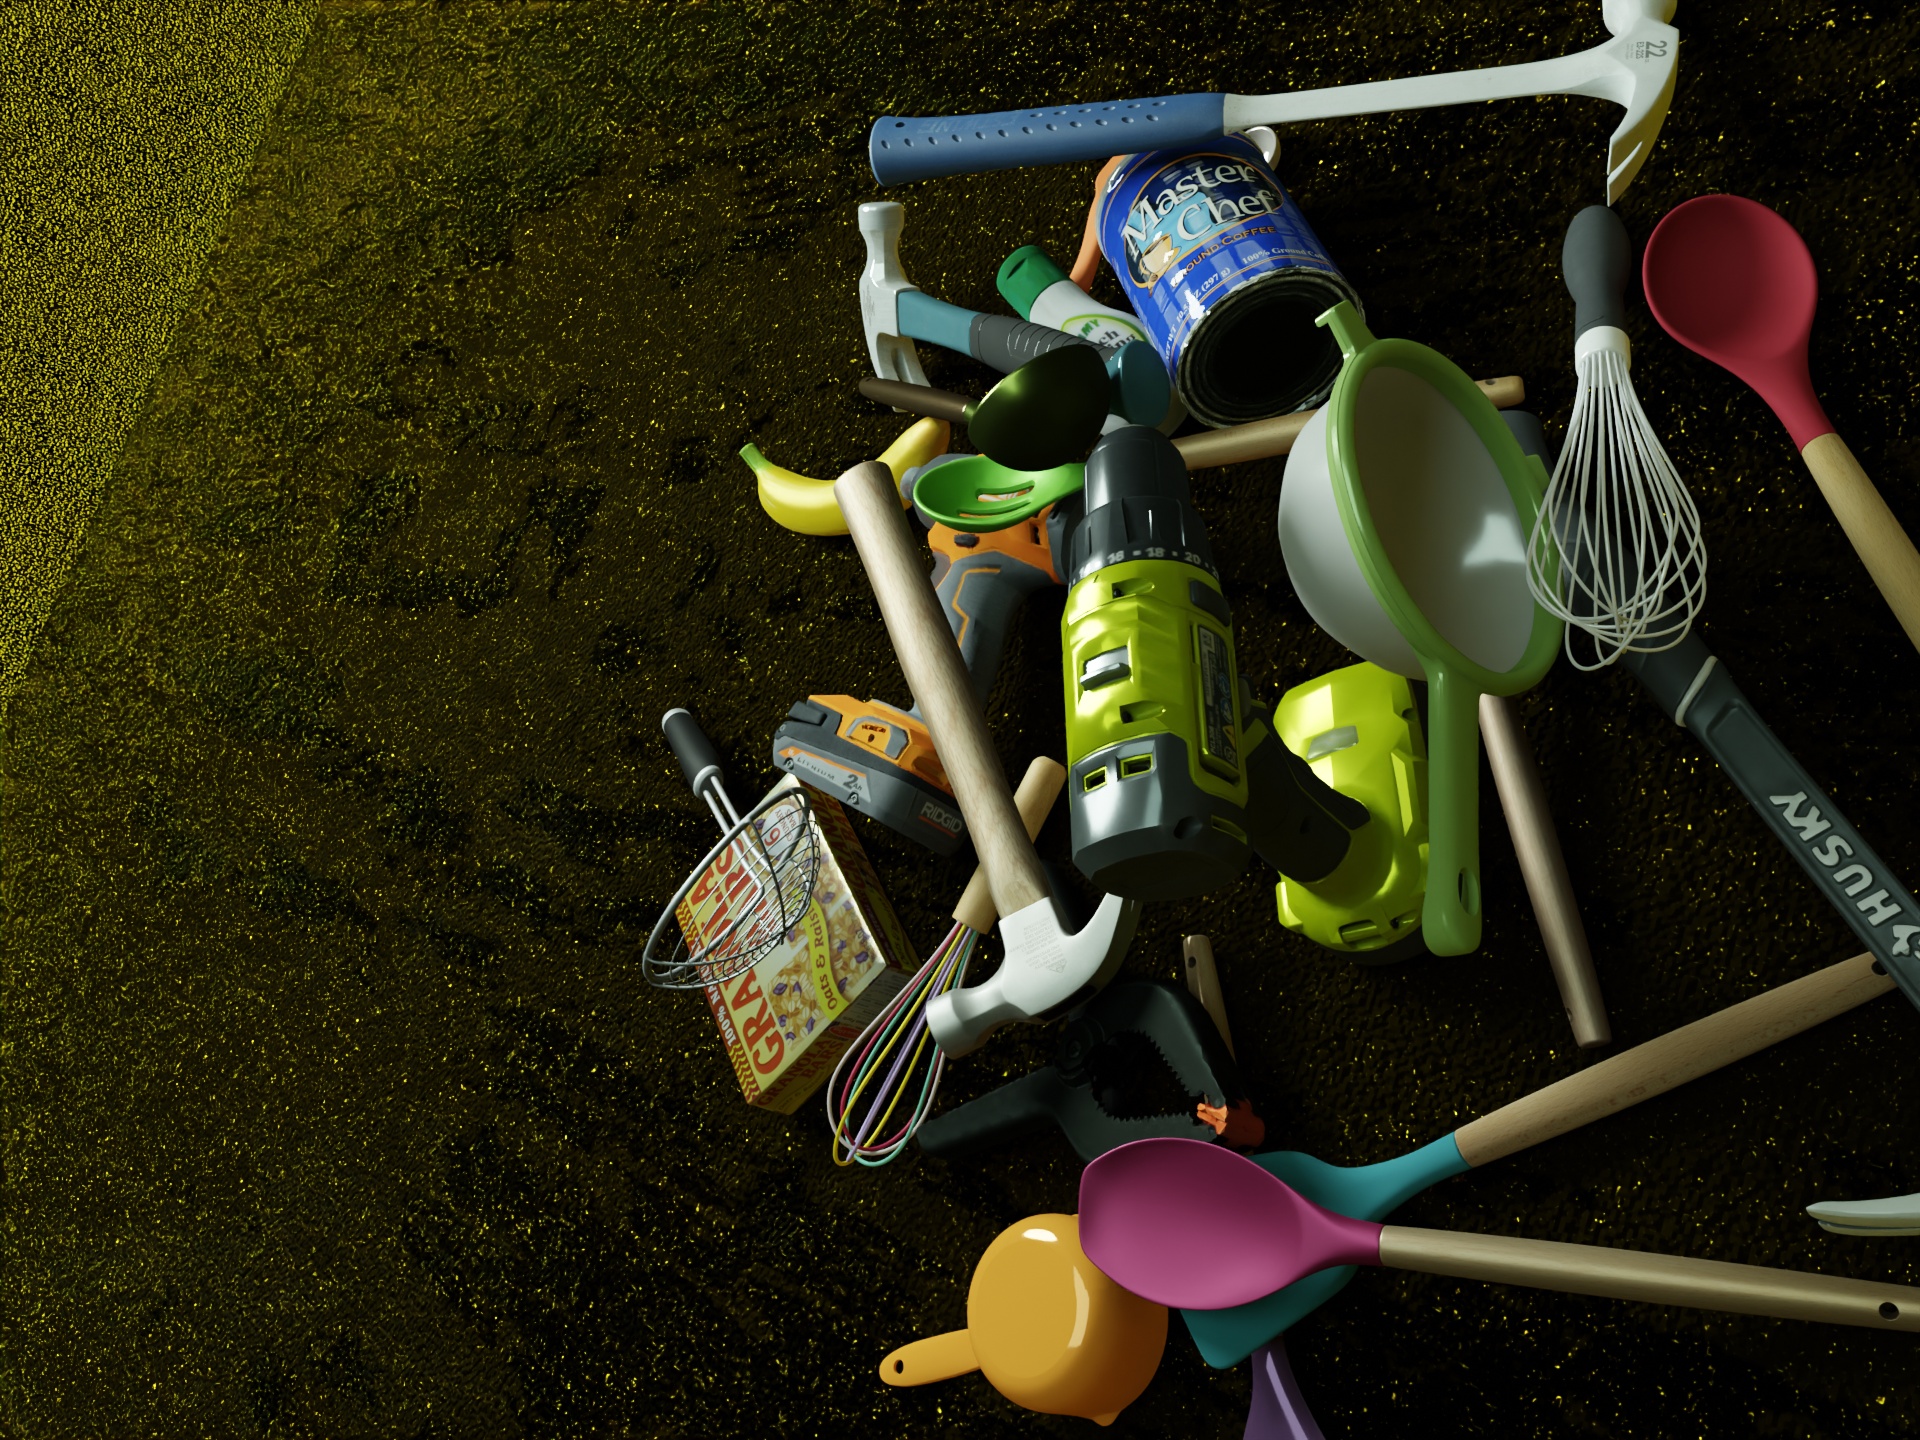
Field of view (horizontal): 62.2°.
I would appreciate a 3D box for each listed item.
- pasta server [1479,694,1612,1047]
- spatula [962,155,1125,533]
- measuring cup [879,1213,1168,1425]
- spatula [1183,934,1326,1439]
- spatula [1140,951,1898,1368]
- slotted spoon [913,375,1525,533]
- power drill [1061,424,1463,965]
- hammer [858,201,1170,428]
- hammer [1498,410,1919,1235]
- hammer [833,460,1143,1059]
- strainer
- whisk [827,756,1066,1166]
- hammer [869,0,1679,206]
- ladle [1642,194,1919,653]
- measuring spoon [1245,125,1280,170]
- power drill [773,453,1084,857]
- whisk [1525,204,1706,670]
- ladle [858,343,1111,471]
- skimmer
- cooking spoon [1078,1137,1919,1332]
[{"bbox_3d":[0.224,-0.013,0.696,0.040,0.060,0.316,-11,66,5],"label":"pasta server"},{"bbox_3d":[0.068,-0.241,0.988,0.081,0.041,0.322,31,97,47],"label":"spatula"},{"bbox_3d":[0.013,0.289,0.752,0.173,0.052,0.095,-28,53,29],"label":"measuring cup"},{"bbox_3d":[0.127,0.243,0.693,0.060,0.018,0.316,-31,52,37],"label":"spatula"},{"bbox_3d":[0.219,0.161,0.626,0.317,0.044,0.082,-34,62,25],"label":"spatula"},{"bbox_3d":[0.125,-0.137,0.817,0.314,0.031,0.070,-8,37,22],"label":"slotted spoon"},{"bbox_3d":[0.123,-0.002,0.662,0.080,0.228,0.191,-21,57,35],"label":"power drill"},{"bbox_3d":[0.020,-0.226,0.940,0.331,0.033,0.128,37,135,54],"label":"hammer"},{"bbox_3d":[0.296,0.006,0.622,0.149,0.036,0.409,-36,45,16],"label":"hammer"},{"bbox_3d":[-0.001,-0.003,0.823,0.130,0.031,0.332,-27,62,13],"label":"hammer"},{"bbox_3d":[0.172,-0.027,0.628,0.069,0.151,0.257,-22,51,46],"label":"strainer"},{"bbox_3d":[-0.006,0.130,0.856,0.051,0.047,0.245,20,81,55],"label":"whisk"},{"bbox_3d":[0.146,-0.307,0.811,0.405,0.035,0.144,1,57,20],"label":"hammer"},{"bbox_3d":[0.355,-0.091,0.632,0.069,0.031,0.316,-17,58,9],"label":"ladle"},{"bbox_3d":[0.149,-0.293,0.944,0.124,0.018,0.034,-54,45,18],"label":"measuring spoon"},{"bbox_3d":[-0.014,-0.052,0.924,0.164,0.084,0.226,24,84,42],"label":"power drill"},{"bbox_3d":[0.275,-0.135,0.676,0.070,0.070,0.285,-19,41,37],"label":"whisk"},{"bbox_3d":[-0.006,-0.190,0.911,0.078,0.062,0.320,-28,24,-13],"label":"ladle"},{"bbox_3d":[-0.161,0.045,0.947,0.127,0.090,0.364,-54,27,5],"label":"skimmer"},{"bbox_3d":[0.189,0.205,0.611,0.319,0.017,0.069,-3,79,31],"label":"cooking spoon"}]
